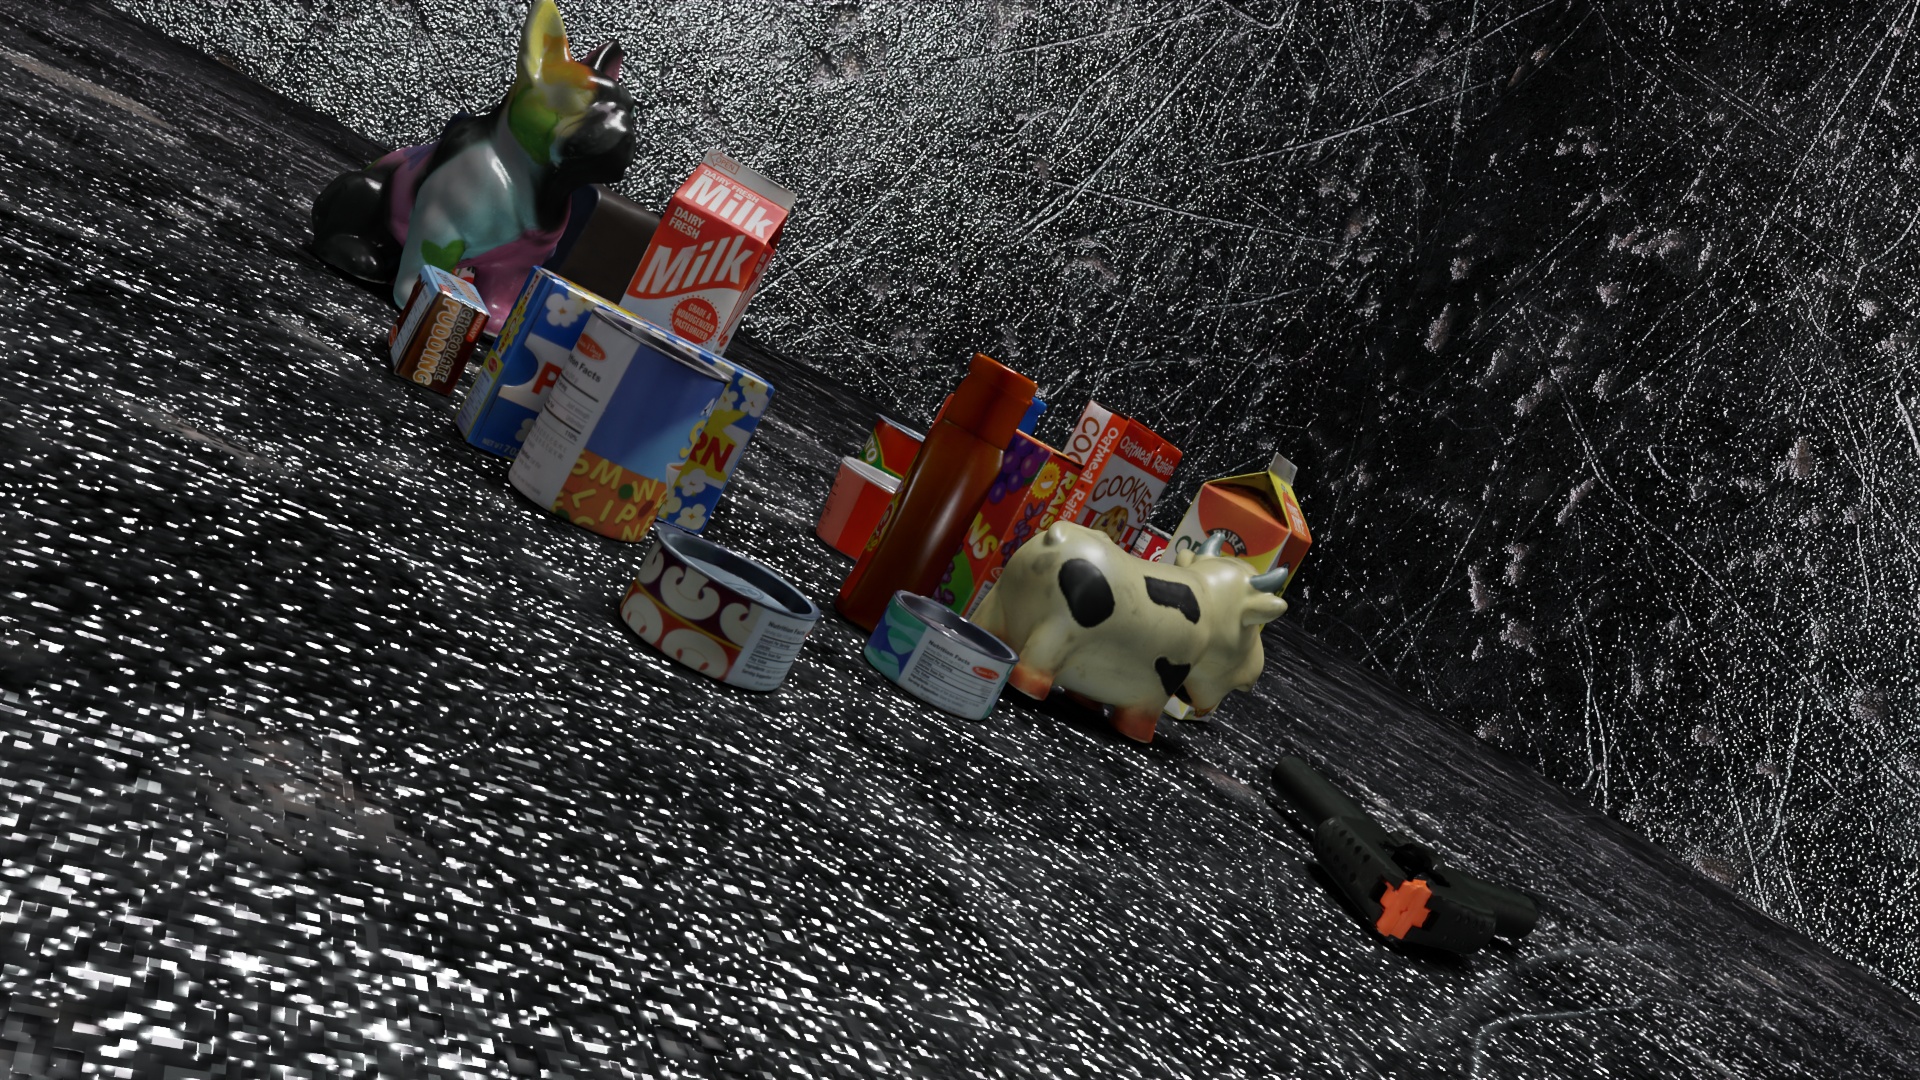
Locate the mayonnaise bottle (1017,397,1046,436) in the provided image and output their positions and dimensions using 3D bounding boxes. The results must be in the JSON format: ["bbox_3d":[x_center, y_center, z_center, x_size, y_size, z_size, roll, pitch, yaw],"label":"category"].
[{"bbox_3d":[0.021,-0.055,1.144,0.041,0.148,0.065,29,5,2],"label":"mayonnaise bottle"}]

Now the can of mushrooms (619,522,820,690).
[{"bbox_3d":[-0.089,0.024,0.507,0.071,0.033,0.071,29,6,-3],"label":"can of mushrooms"}]

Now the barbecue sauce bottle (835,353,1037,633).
[{"bbox_3d":[-0.011,-0.022,0.709,0.044,0.148,0.065,29,5,-2],"label":"barbecue sauce bottle"}]

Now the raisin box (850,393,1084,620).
[{"bbox_3d":[0.003,-0.010,0.792,0.086,0.123,0.040,33,7,37],"label":"raisin box"}]

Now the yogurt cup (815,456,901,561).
[{"bbox_3d":[-0.058,-0.016,0.897,0.072,0.054,0.072,29,6,-3],"label":"yogurt cup"}]

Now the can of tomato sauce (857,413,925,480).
[{"bbox_3d":[-0.049,-0.038,0.987,0.071,0.083,0.071,29,5,-3],"label":"can of tomato sauce"}]

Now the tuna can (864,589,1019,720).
[{"bbox_3d":[-0.010,0.052,0.644,0.071,0.033,0.071,29,6,-3],"label":"tuna can"}]

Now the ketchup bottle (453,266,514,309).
[{"bbox_3d":[-0.332,-0.236,1.029,0.064,0.148,0.043,25,7,-38],"label":"ketchup bottle"}]

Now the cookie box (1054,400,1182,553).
[{"bbox_3d":[0.099,-0.015,1.076,0.040,0.167,0.123,32,6,28],"label":"cookie box"}]

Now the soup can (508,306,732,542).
[{"bbox_3d":[-0.148,-0.049,0.613,0.071,0.083,0.071,29,5,-3],"label":"soup can"}]

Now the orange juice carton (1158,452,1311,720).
[{"bbox_3d":[0.182,0.028,0.976,0.073,0.192,0.072,31,6,26],"label":"orange juice carton"}]

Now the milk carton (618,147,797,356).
[{"bbox_3d":[-0.189,-0.176,0.980,0.072,0.190,0.073,28,5,-6],"label":"milk carton"}]

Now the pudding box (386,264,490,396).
[{"bbox_3d":[-0.273,-0.111,0.723,0.030,0.049,0.084,26,6,-31],"label":"pudding box"}]

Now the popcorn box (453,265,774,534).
[{"bbox_3d":[-0.164,-0.065,0.668,0.126,0.085,0.038,25,7,-37],"label":"popcorn box"}]
